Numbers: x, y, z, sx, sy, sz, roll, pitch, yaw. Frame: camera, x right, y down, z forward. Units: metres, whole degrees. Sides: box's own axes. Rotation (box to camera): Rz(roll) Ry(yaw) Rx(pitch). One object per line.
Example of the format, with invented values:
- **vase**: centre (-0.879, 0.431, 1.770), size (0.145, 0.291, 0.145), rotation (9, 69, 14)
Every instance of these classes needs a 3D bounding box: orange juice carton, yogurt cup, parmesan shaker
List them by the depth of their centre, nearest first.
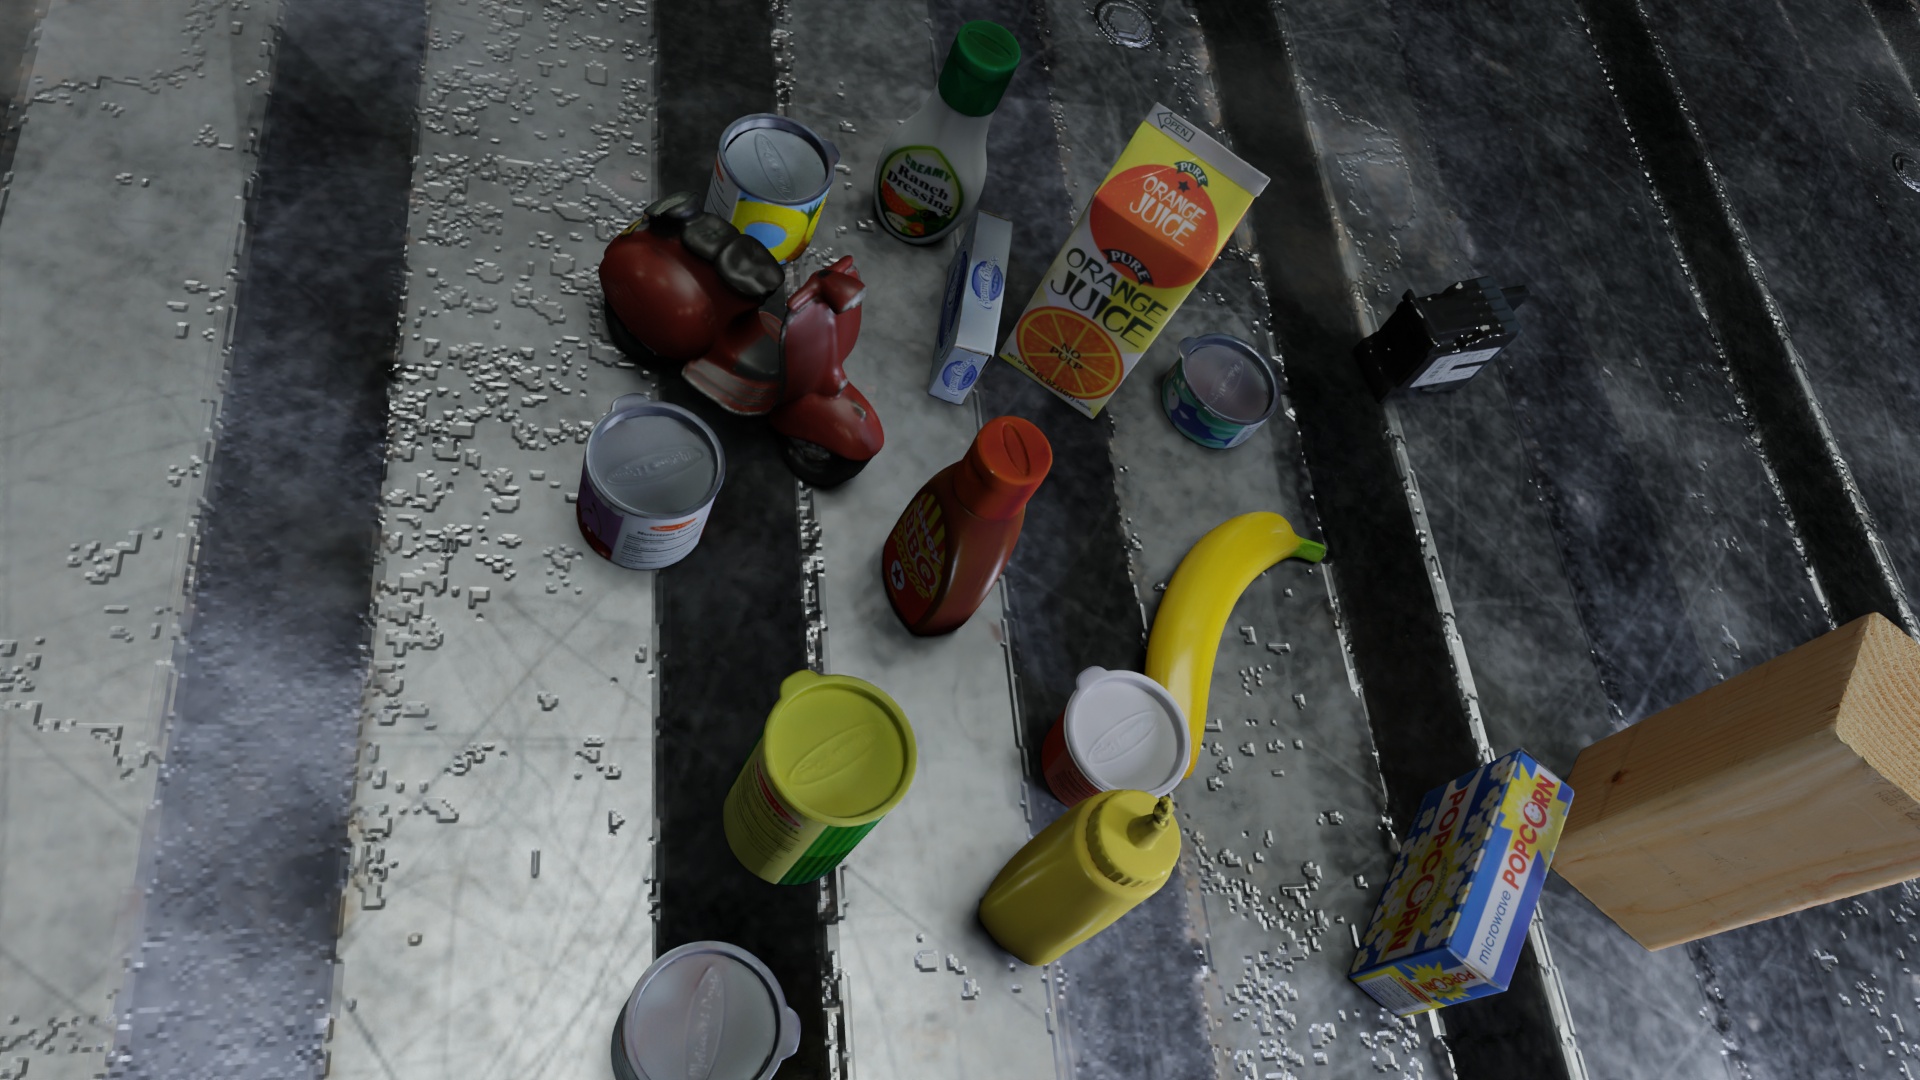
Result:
- **parmesan shaker**: centre (-0.067, 0.107, 0.623), size (0.071, 0.102, 0.071), rotation (9, 61, -16)
- **yogurt cup**: centre (0.075, 0.106, 0.706), size (0.072, 0.053, 0.073), rotation (9, 60, -16)
- **orange juice carton**: centre (0.097, -0.158, 0.775), size (0.072, 0.191, 0.073), rotation (34, 57, 0)

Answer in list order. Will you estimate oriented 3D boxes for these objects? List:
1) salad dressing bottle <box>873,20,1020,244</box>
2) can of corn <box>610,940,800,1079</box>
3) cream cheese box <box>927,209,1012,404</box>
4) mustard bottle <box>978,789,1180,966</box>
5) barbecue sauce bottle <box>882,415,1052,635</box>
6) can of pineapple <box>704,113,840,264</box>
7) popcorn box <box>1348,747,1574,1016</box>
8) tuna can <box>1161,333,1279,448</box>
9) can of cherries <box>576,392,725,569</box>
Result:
- **salad dressing bottle**: centre (-0.007, -0.233, 0.803), size (0.064, 0.147, 0.044), rotation (30, 57, -3)
- **can of corn**: centre (-0.108, 0.207, 0.580), size (0.071, 0.058, 0.071), rotation (9, 61, -16)
- **cream cheese box**: centre (0.006, -0.136, 0.811), size (0.024, 0.053, 0.104), rotation (16, 59, -12)
- **mustard bottle**: centre (0.058, 0.144, 0.616), size (0.049, 0.159, 0.065), rotation (44, 57, 5)
- **barbecue sauce bottle**: centre (0.002, -0.009, 0.685), size (0.044, 0.147, 0.065), rotation (-9, 67, -24)
- **can of pineapple**: centre (-0.109, -0.201, 0.801), size (0.071, 0.057, 0.071), rotation (9, 61, -16)
- **popcorn box**: centre (0.259, 0.177, 0.717), size (0.038, 0.084, 0.127), rotation (37, 57, 1)
- **tuna can**: centre (0.158, -0.093, 0.857), size (0.071, 0.032, 0.071), rotation (9, 60, -16)
- **can of cherries**: centre (-0.155, -0.029, 0.690), size (0.071, 0.058, 0.072), rotation (9, 61, -16)
